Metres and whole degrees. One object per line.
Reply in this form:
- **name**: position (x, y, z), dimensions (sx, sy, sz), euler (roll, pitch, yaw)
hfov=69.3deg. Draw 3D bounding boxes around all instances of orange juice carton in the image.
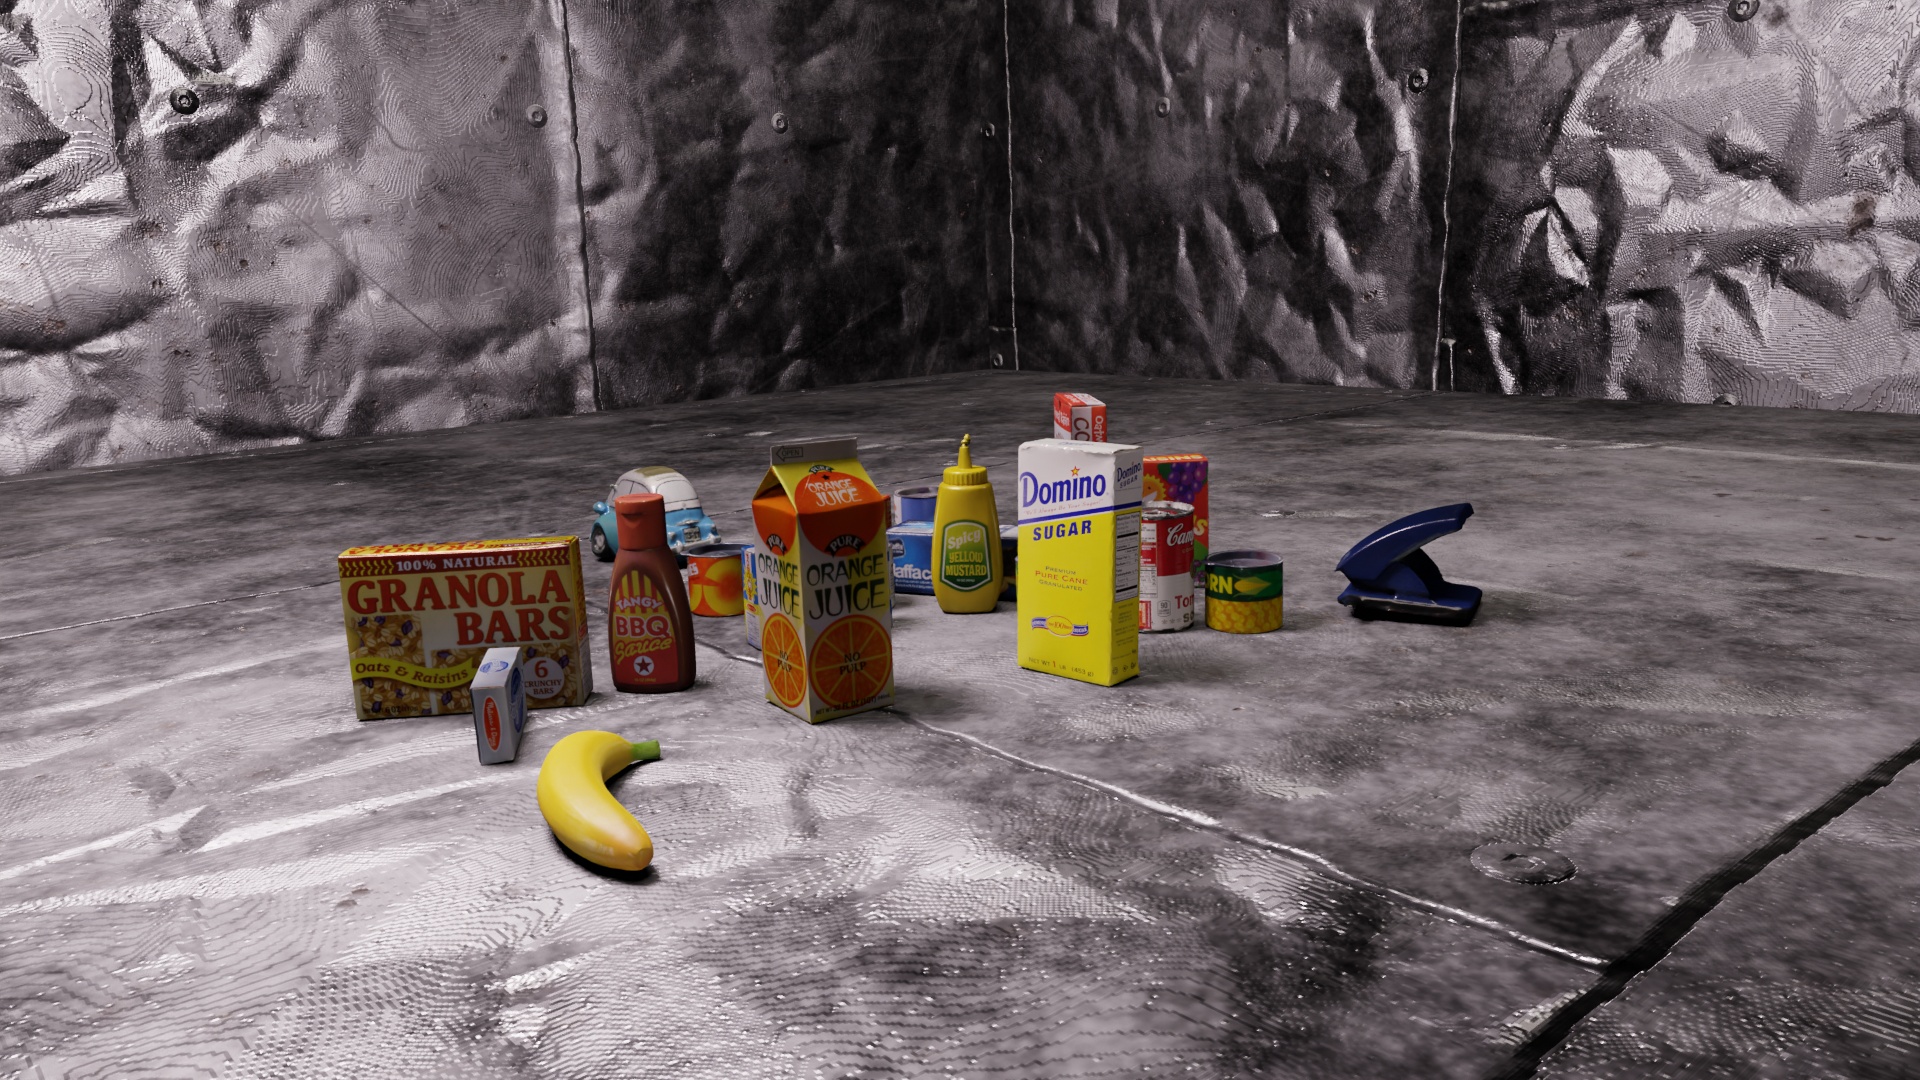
- **orange juice carton**: position (-0.099, 0.024, 0.992), dimensions (0.072, 0.192, 0.073), euler (-10, 13, -33)

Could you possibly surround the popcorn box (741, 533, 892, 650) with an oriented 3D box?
- **popcorn box**: position (-0.122, 0.040, 1.189), dimensions (0.127, 0.085, 0.038), euler (-9, 13, -31)

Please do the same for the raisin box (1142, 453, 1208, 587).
- **raisin box**: position (0.191, -0.017, 1.316), dimensions (0.086, 0.123, 0.040), euler (-3, 11, -3)

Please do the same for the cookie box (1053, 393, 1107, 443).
- **cookie box**: position (0.126, -0.067, 1.465), dimensions (0.040, 0.167, 0.123), euler (-3, 11, -4)

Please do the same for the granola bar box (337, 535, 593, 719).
- **granola bar box**: position (-0.363, 0.063, 1.024), dimensions (0.166, 0.124, 0.039), euler (-3, 11, -5)

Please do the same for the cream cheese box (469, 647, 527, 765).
- **cream cheese box**: position (-0.317, 0.112, 0.955), dimensions (0.024, 0.053, 0.104), euler (-5, 11, -11)

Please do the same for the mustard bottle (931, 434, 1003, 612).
- **mustard bottle**: position (0.004, -0.016, 1.252), dimensions (0.065, 0.159, 0.049), euler (-2, 11, 2)

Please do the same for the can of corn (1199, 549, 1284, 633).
- **can of corn**: position (0.237, 0.043, 1.172), dimensions (0.071, 0.058, 0.071), euler (-2, 11, 1)

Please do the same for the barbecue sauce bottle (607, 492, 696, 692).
- **barbecue sauce bottle**: position (-0.238, 0.039, 1.057), dimensions (0.065, 0.148, 0.044), euler (-1, 11, 9)

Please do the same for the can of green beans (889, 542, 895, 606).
- **can of green beans**: position (-0.094, 0.033, 1.286), dimensions (0.071, 0.057, 0.071), euler (-2, 11, 1)

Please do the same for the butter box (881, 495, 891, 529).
- **butter box**: position (-0.129, -0.027, 1.604), dimensions (0.103, 0.053, 0.024), euler (3, 12, 23)

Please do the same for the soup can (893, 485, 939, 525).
- **soup can**: position (-0.031, -0.010, 1.424), dimensions (0.071, 0.083, 0.071), euler (-2, 11, 1)

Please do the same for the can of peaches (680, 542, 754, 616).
- **can of peaches**: position (-0.224, 0.036, 1.298), dimensions (0.071, 0.058, 0.071), euler (-2, 11, 1)

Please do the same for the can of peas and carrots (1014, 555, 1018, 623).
- **can of peas and carrots**: position (0.081, 0.043, 1.199), dimensions (0.071, 0.058, 0.071), euler (-2, 11, 1)
